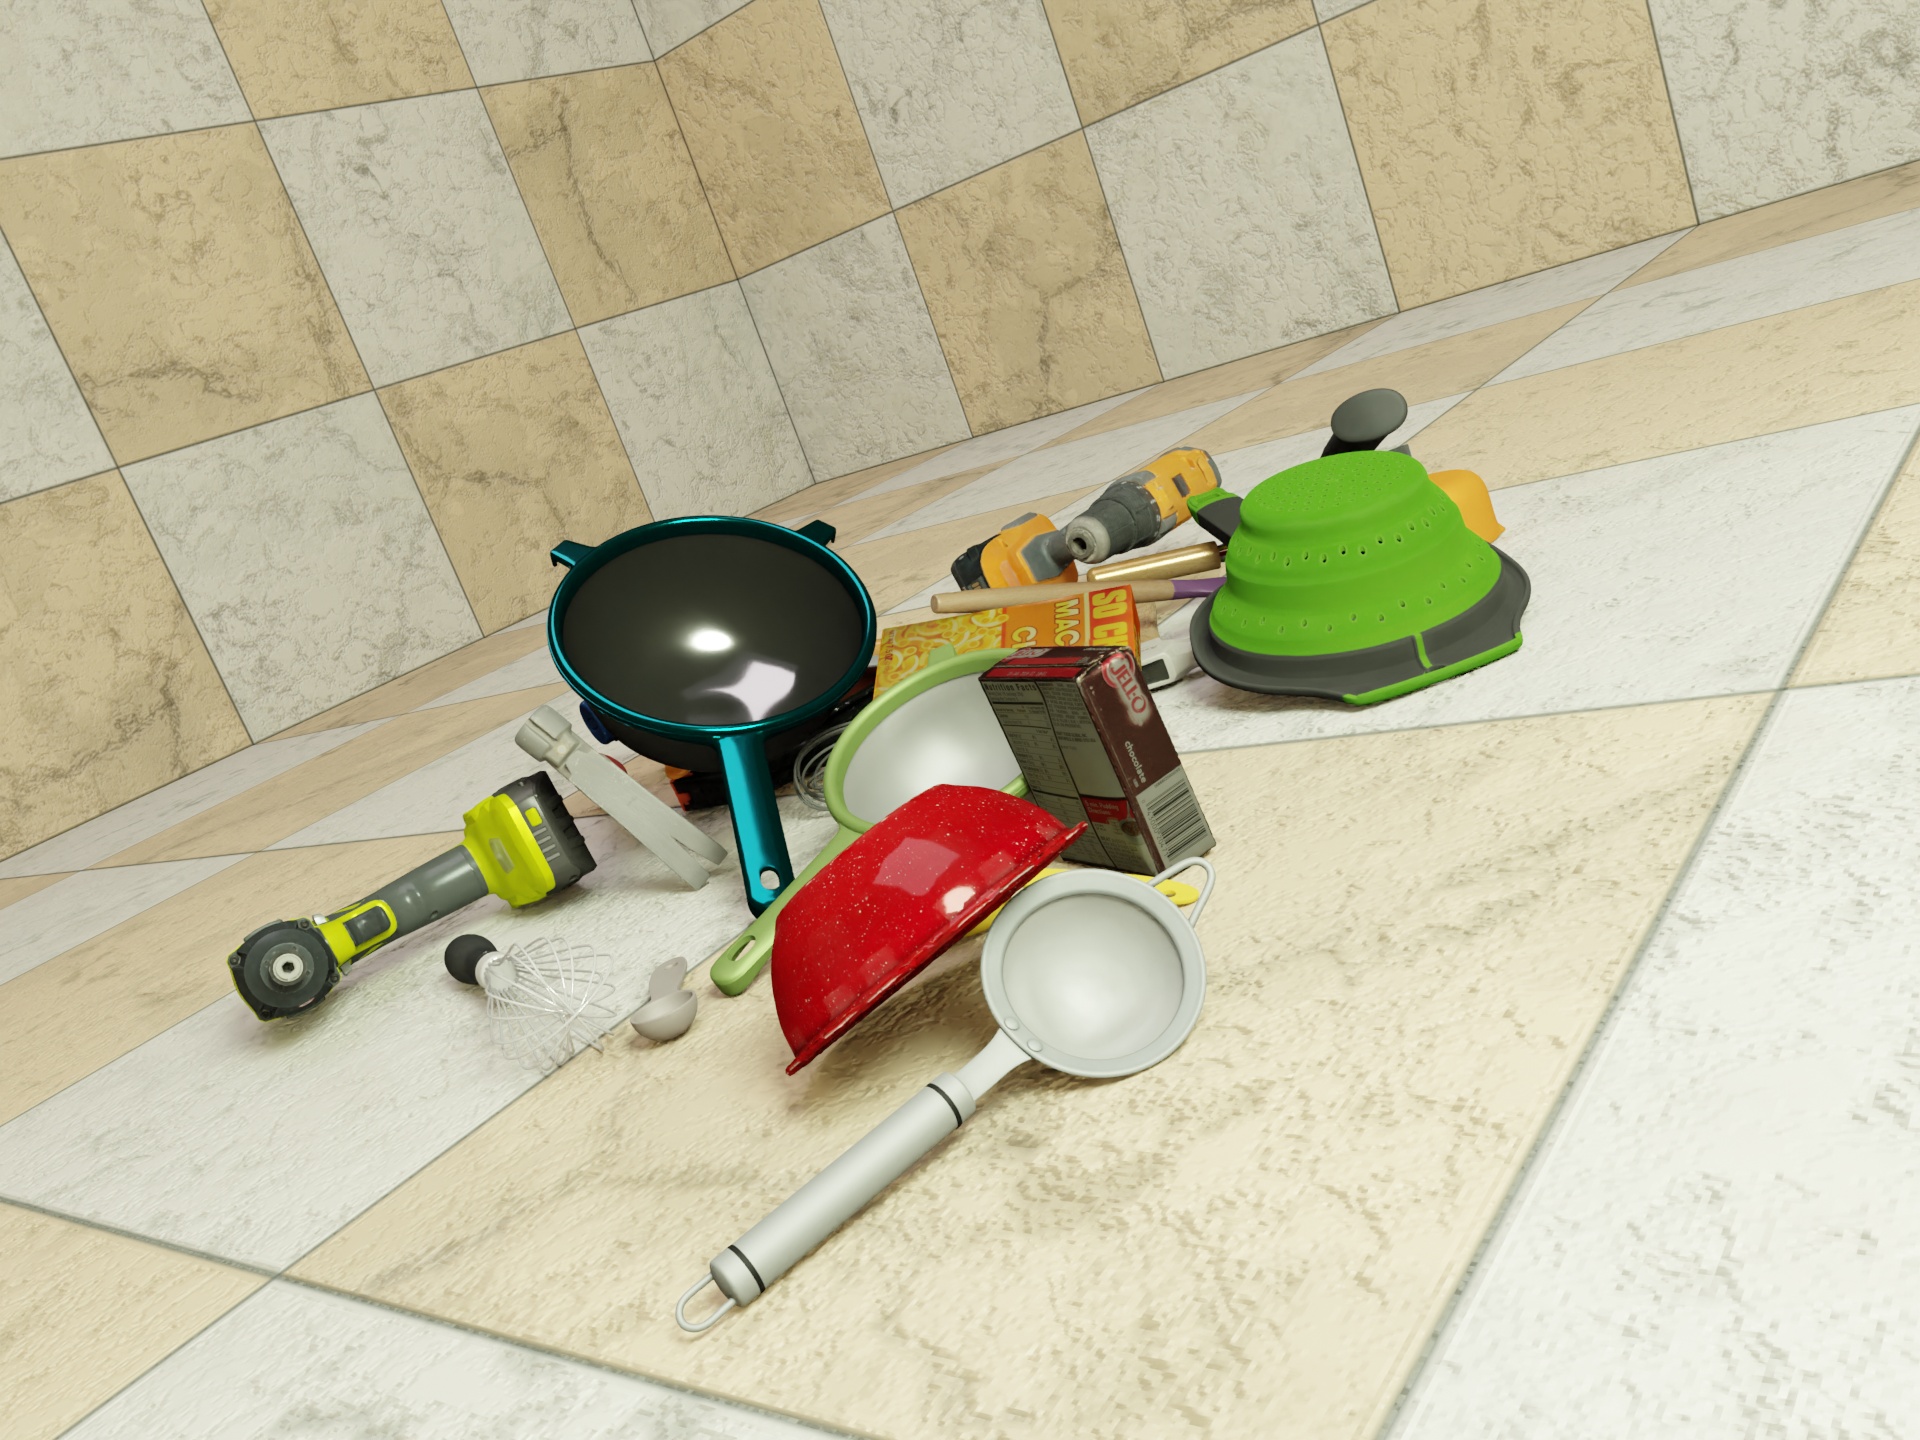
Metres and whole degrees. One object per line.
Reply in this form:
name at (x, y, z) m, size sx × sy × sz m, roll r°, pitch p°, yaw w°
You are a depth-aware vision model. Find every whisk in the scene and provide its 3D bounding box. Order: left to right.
whisk at (-0.249, 0.143, 0.882) m, size 0.070 × 0.070 × 0.285 m, roll -27°, pitch 11°, yaw -26°
whisk at (-0.195, 0.005, 1.206) m, size 0.058 × 0.059 × 0.246 m, roll -56°, pitch 12°, yaw -9°
whisk at (-0.002, -0.004, 1.053) m, size 0.239 × 0.055 × 0.055 m, roll -24°, pitch 14°, yaw 1°
whisk at (0.217, -0.127, 1.210) m, size 0.245 × 0.051 × 0.047 m, roll -12°, pitch -9°, yaw 1°

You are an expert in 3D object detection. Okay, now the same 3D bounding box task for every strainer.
strainer at (-0.147, 0.009, 1.014) m, size 0.211 × 0.095 × 0.341 m, roll -7°, pitch 48°, yaw -14°
strainer at (-0.030, 0.067, 0.865) m, size 0.152 × 0.069 × 0.256 m, roll 18°, pitch 56°, yaw 47°
strainer at (0.001, 0.134, 0.583) m, size 0.258 × 0.050 × 0.087 m, roll -34°, pitch 62°, yaw -28°

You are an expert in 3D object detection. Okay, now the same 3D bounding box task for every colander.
colander at (0.216, -0.131, 1.035) m, size 0.204 × 0.094 × 0.397 m, roll -20°, pitch 24°, yaw -4°

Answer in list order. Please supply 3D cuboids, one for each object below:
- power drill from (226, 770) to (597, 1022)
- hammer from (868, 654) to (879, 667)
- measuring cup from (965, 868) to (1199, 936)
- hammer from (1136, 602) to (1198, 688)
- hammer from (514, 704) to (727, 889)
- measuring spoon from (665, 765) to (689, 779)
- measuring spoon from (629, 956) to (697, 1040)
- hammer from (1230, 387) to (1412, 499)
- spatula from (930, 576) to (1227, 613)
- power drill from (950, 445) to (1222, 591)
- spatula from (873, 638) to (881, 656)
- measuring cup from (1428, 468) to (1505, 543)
power drill at (-0.358, 0.120, 1.030) m, size 0.223 × 0.080 × 0.171 m, roll -30°, pitch 4°, yaw -26°
hammer at (-0.126, -0.040, 1.232) m, size 0.405 × 0.035 × 0.144 m, roll -4°, pitch 20°, yaw 33°
measuring cup at (0.040, 0.087, 0.756) m, size 0.156 × 0.029 × 0.062 m, roll 2°, pitch 23°, yaw 29°
hammer at (0.132, -0.075, 1.208) m, size 0.130 × 0.031 × 0.331 m, roll -18°, pitch 14°, yaw 8°
hammer at (-0.247, 0.052, 1.154) m, size 0.037 × 0.149 × 0.359 m, roll -51°, pitch 9°, yaw -9°
measuring spoon at (-0.210, 0.036, 1.191) m, size 0.021 × 0.011 × 0.117 m, roll -30°, pitch 11°, yaw -9°
measuring spoon at (-0.149, 0.143, 0.823) m, size 0.034 × 0.018 × 0.124 m, roll -22°, pitch 7°, yaw -6°
hammer at (0.280, -0.190, 1.148) m, size 0.146 × 0.035 × 0.334 m, roll -13°, pitch -2°, yaw 5°
spatula at (0.124, -0.089, 1.099) m, size 0.315 × 0.018 × 0.060 m, roll -5°, pitch 16°, yaw -26°
power drill at (0.094, -0.149, 1.357) m, size 0.226 × 0.084 × 0.185 m, roll -24°, pitch 8°, yaw 44°
spatula at (-0.057, -0.050, 1.288) m, size 0.322 × 0.041 × 0.081 m, roll -10°, pitch 24°, yaw 19°
measuring cup at (0.330, -0.135, 1.105) m, size 0.095 × 0.052 × 0.174 m, roll -16°, pitch 12°, yaw 15°
